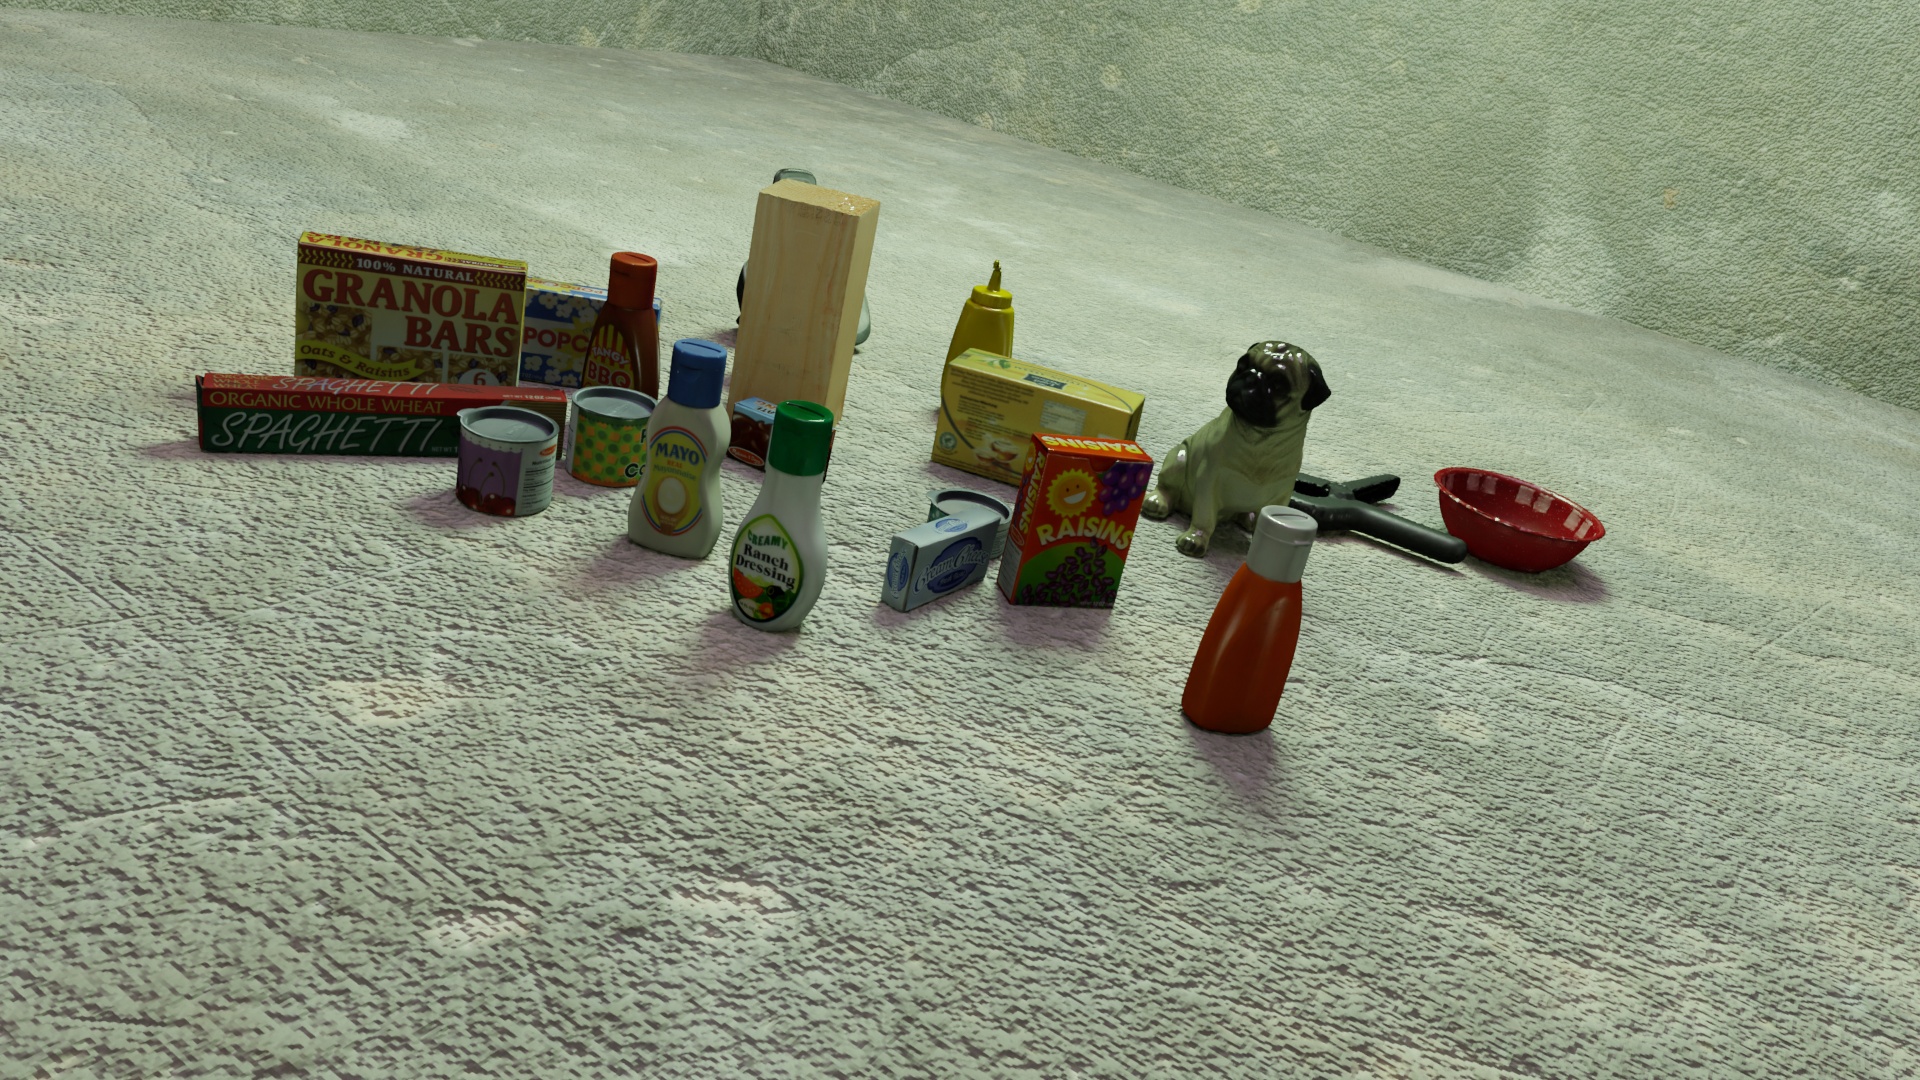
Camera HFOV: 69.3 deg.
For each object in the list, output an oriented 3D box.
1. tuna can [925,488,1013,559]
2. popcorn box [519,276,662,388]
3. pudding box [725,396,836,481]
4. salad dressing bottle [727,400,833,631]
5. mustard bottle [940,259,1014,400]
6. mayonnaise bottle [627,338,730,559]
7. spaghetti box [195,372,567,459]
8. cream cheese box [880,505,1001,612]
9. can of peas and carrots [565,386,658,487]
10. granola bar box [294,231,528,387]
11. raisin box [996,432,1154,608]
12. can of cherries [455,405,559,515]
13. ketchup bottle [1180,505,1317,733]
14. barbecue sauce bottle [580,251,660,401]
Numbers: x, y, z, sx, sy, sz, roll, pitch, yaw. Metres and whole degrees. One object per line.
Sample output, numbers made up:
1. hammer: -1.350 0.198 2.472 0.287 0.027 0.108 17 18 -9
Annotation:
1. tuna can: 0.004 -0.014 1.086 0.071 0.032 0.071 11 23 -5
2. popcorn box: -0.331 -0.179 1.218 0.127 0.084 0.038 8 24 -12
3. pudding box: -0.148 -0.081 1.137 0.084 0.049 0.030 22 25 20
4. salad dressing bottle: -0.111 -0.015 0.887 0.064 0.147 0.044 21 24 18
5. mustard bottle: 0.023 -0.193 1.341 0.065 0.159 0.049 12 23 -3
6. mayonnaise bottle: -0.189 -0.063 0.954 0.065 0.147 0.041 15 23 4
7. spaghetti box: -0.417 -0.089 1.017 0.251 0.050 0.029 0 26 -28
8. cream cheese box: -0.013 0.012 0.994 0.024 0.053 0.104 26 27 29
9. can of peas and carrots: -0.264 -0.079 1.063 0.071 0.058 0.071 11 23 -5
10. granola bar box: -0.431 -0.168 1.093 0.166 0.123 0.039 5 24 -19
11. raisin box: 0.082 -0.013 1.012 0.086 0.122 0.040 4 25 -20
12. can of cherries: -0.323 -0.057 0.983 0.071 0.058 0.072 11 23 -5
13. ketchup bottle: 0.190 0.052 0.891 0.065 0.148 0.044 2 26 -25
14. barbecue sauce bottle: -0.271 -0.157 1.121 0.065 0.147 0.044 21 24 18
